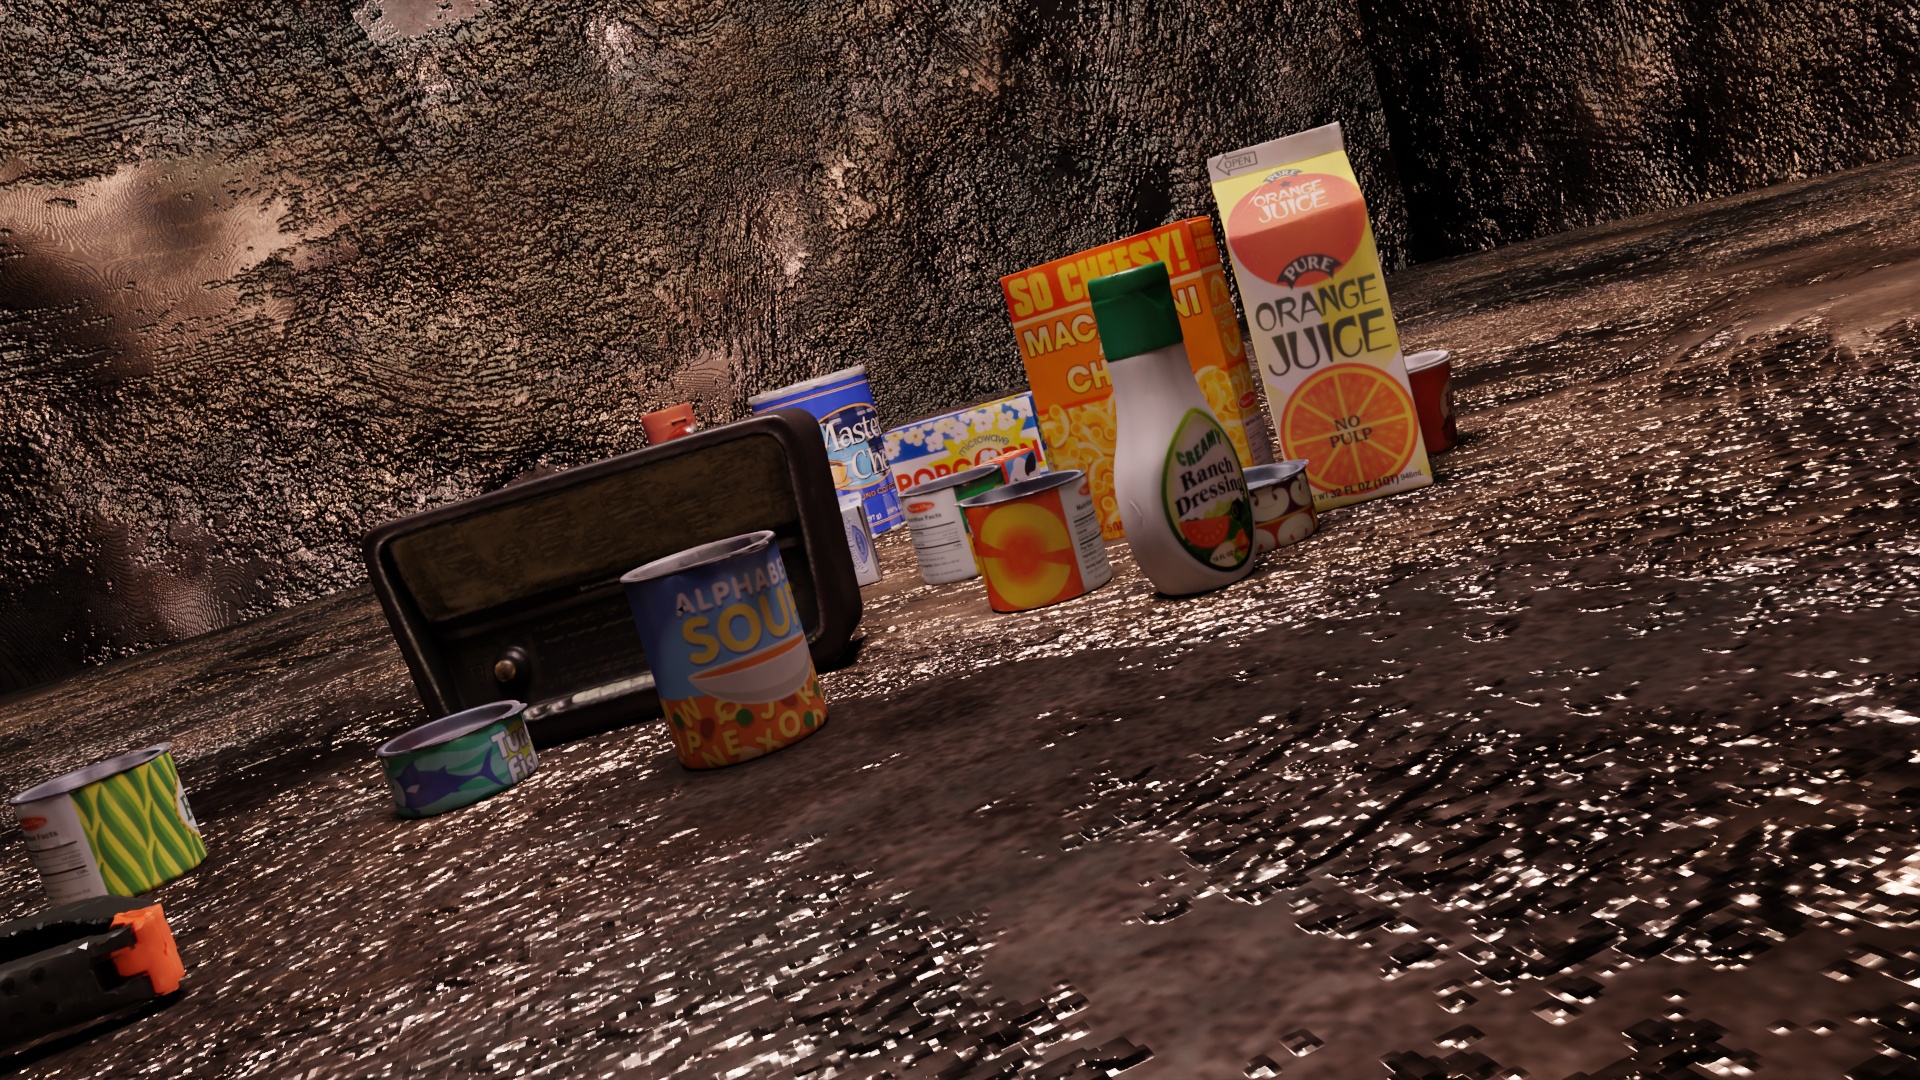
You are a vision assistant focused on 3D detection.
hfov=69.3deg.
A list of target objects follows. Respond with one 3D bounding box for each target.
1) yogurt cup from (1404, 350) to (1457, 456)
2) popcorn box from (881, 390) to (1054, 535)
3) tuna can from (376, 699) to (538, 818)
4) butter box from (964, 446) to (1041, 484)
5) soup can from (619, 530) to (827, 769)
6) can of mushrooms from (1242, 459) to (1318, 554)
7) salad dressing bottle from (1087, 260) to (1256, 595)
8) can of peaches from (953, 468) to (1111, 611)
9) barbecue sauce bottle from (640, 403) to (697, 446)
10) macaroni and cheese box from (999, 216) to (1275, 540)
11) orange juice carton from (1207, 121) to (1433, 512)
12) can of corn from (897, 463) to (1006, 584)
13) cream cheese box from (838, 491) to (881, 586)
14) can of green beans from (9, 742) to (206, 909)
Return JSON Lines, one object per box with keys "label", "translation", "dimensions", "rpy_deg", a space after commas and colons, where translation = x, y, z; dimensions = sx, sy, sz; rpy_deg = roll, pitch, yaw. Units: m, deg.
{"label": "yogurt cup", "translation": [0.258, -0.076, 0.814], "dimensions": [0.072, 0.054, 0.072], "rpy_deg": [-16, 8, 2]}
{"label": "popcorn box", "translation": [0.011, -0.060, 1.078], "dimensions": [0.126, 0.085, 0.038], "rpy_deg": [-13, 8, 19]}
{"label": "tuna can", "translation": [-0.232, 0.101, 0.649], "dimensions": [0.071, 0.032, 0.071], "rpy_deg": [-16, 8, 2]}
{"label": "butter box", "translation": [0.017, -0.025, 0.942], "dimensions": [0.024, 0.053, 0.104], "rpy_deg": [-8, 11, 46]}
{"label": "soup can", "translation": [-0.096, 0.045, 0.582], "dimensions": [0.071, 0.083, 0.071], "rpy_deg": [-16, 8, 2]}
{"label": "can of mushrooms", "translation": [0.146, -0.016, 0.695], "dimensions": [0.071, 0.033, 0.071], "rpy_deg": [-16, 8, 2]}
{"label": "salad dressing bottle", "translation": [0.093, -0.051, 0.631], "dimensions": [0.064, 0.147, 0.044], "rpy_deg": [-21, 9, -32]}
{"label": "can of peaches", "translation": [0.037, 0.000, 0.714], "dimensions": [0.071, 0.058, 0.071], "rpy_deg": [-16, 8, 2]}
{"label": "barbecue sauce bottle", "translation": [-0.188, -0.022, 0.990], "dimensions": [0.065, 0.148, 0.043], "rpy_deg": [-21, 9, -31]}
{"label": "macaroni and cheese box", "translation": [0.104, -0.090, 0.808], "dimensions": [0.123, 0.166, 0.040], "rpy_deg": [-12, 9, 32]}
{"label": "orange juice carton", "translation": [0.189, -0.118, 0.737], "dimensions": [0.072, 0.192, 0.073], "rpy_deg": [-15, 8, 14]}
{"label": "can of corn", "translation": [0.003, -0.011, 0.856], "dimensions": [0.071, 0.058, 0.071], "rpy_deg": [-16, 8, 2]}
{"label": "cream cheese box", "translation": [-0.073, -0.001, 0.961], "dimensions": [0.024, 0.053, 0.104], "rpy_deg": [-17, 8, -2]}
{"label": "can of green beans", "translation": [-0.400, 0.136, 0.655], "dimensions": [0.071, 0.057, 0.071], "rpy_deg": [-16, 8, 2]}
